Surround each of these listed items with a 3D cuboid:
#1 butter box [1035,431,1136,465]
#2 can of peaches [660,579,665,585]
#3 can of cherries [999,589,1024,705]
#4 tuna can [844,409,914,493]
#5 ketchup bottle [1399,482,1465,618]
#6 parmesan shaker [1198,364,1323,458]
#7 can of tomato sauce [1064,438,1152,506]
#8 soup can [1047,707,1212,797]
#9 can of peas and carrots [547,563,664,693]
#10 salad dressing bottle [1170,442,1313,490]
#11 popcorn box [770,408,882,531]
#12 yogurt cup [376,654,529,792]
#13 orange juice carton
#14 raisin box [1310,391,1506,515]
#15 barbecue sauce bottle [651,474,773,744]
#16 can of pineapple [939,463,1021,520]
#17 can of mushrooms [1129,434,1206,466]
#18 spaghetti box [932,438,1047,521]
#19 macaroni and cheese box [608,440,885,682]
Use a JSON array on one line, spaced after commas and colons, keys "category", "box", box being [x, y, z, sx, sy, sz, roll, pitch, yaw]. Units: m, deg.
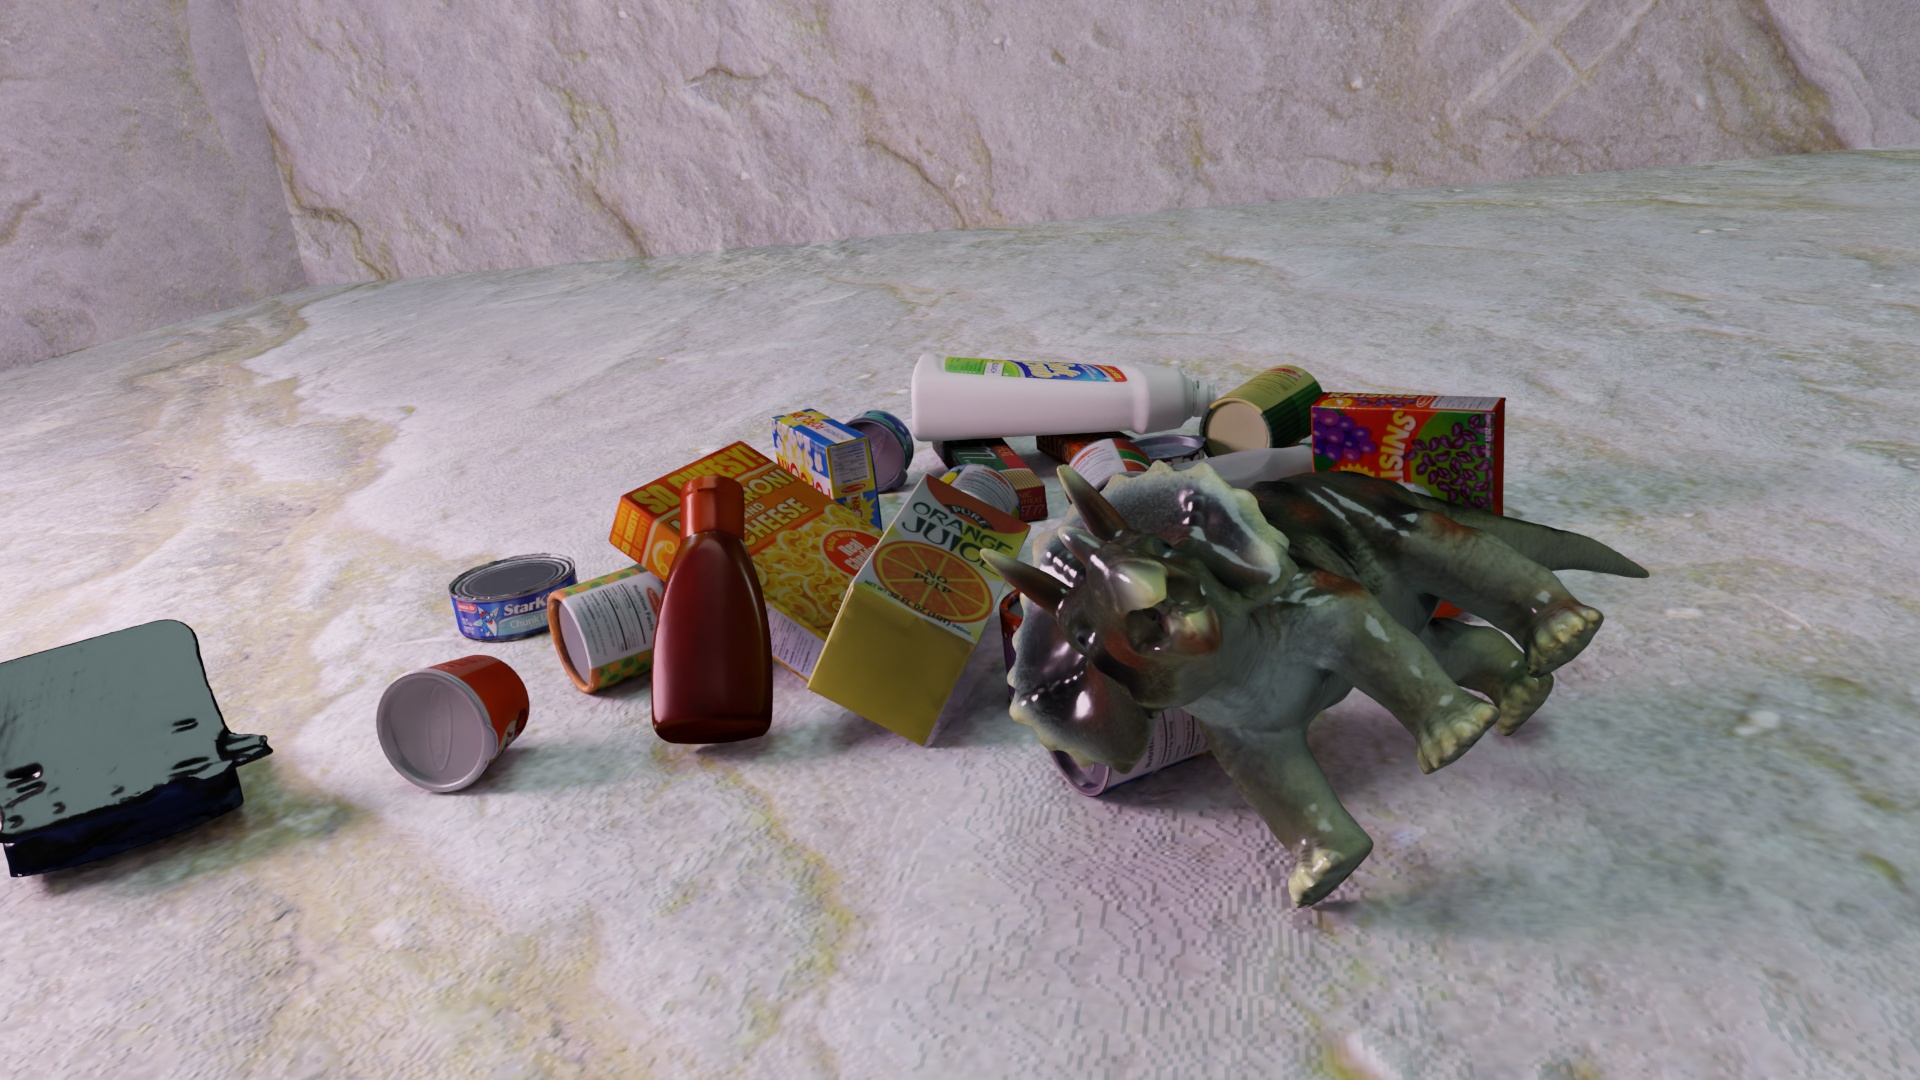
[{"category": "butter box", "box": [0.108, -0.082, 1.189, 0.053, 0.024, 0.104, -12, 20, -17]}, {"category": "can of peaches", "box": [-0.184, 0.012, 0.958, 0.071, 0.071, 0.058, -6, 19, 3]}, {"category": "can of cherries", "box": [0.056, 0.059, 0.752, 0.071, 0.058, 0.072, -6, 18, 2]}, {"category": "tuna can", "box": [-0.072, -0.074, 1.167, 0.071, 0.070, 0.033, -2, 19, 14]}, {"category": "ketchup bottle", "box": [0.281, 0.002, 0.862, 0.065, 0.043, 0.149, 0, 20, 15]}, {"category": "parmesan shaker", "box": [0.243, -0.099, 1.130, 0.071, 0.071, 0.103, 8, 24, 36]}, {"category": "can of tomato sauce", "box": [0.112, -0.028, 0.974, 0.071, 0.071, 0.083, -7, 19, 0]}, {"category": "soup can", "box": [0.087, 0.079, 0.673, 0.084, 0.071, 0.071, -15, 21, -24]}, {"category": "can of peas and carrots", "box": [-0.212, 0.054, 0.847, 0.059, 0.070, 0.071, -20, 23, -32]}, {"category": "salad dressing bottle", "box": [0.224, -0.046, 1.022, 0.148, 0.044, 0.064, -12, 18, -18]}, {"category": "popcorn box", "box": [-0.104, -0.048, 1.070, 0.038, 0.085, 0.127, -16, 21, -22]}, {"category": "yogurt cup", "box": [-0.271, 0.095, 0.752, 0.072, 0.072, 0.054, -2, 11, 14]}, {"category": "orange juice carton", "box": [-0.015, 0.025, 0.793, 0.072, 0.072, 0.193, 27, 28, 1]}, {"category": "raisin box", "box": [0.307, -0.057, 0.957, 0.123, 0.085, 0.040, 5, 24, 31]}, {"category": "barbecue sauce bottle", "box": [-0.137, 0.036, 0.769, 0.065, 0.043, 0.149, -5, 63, -1]}, {"category": "can of pineapple", "box": [0.003, -0.012, 0.966, 0.071, 0.070, 0.058, -1, 20, 16]}, {"category": "can of mushrooms", "box": [0.162, -0.060, 1.095, 0.071, 0.033, 0.071, -6, 18, 2]}, {"category": "spaghetti box", "box": [0.018, -0.064, 1.161, 0.050, 0.028, 0.251, -8, 19, -8]}, {"category": "macaroni and cheese box", "box": [-0.113, 0.011, 0.862, 0.166, 0.040, 0.124, 32, 32, 15]}]
